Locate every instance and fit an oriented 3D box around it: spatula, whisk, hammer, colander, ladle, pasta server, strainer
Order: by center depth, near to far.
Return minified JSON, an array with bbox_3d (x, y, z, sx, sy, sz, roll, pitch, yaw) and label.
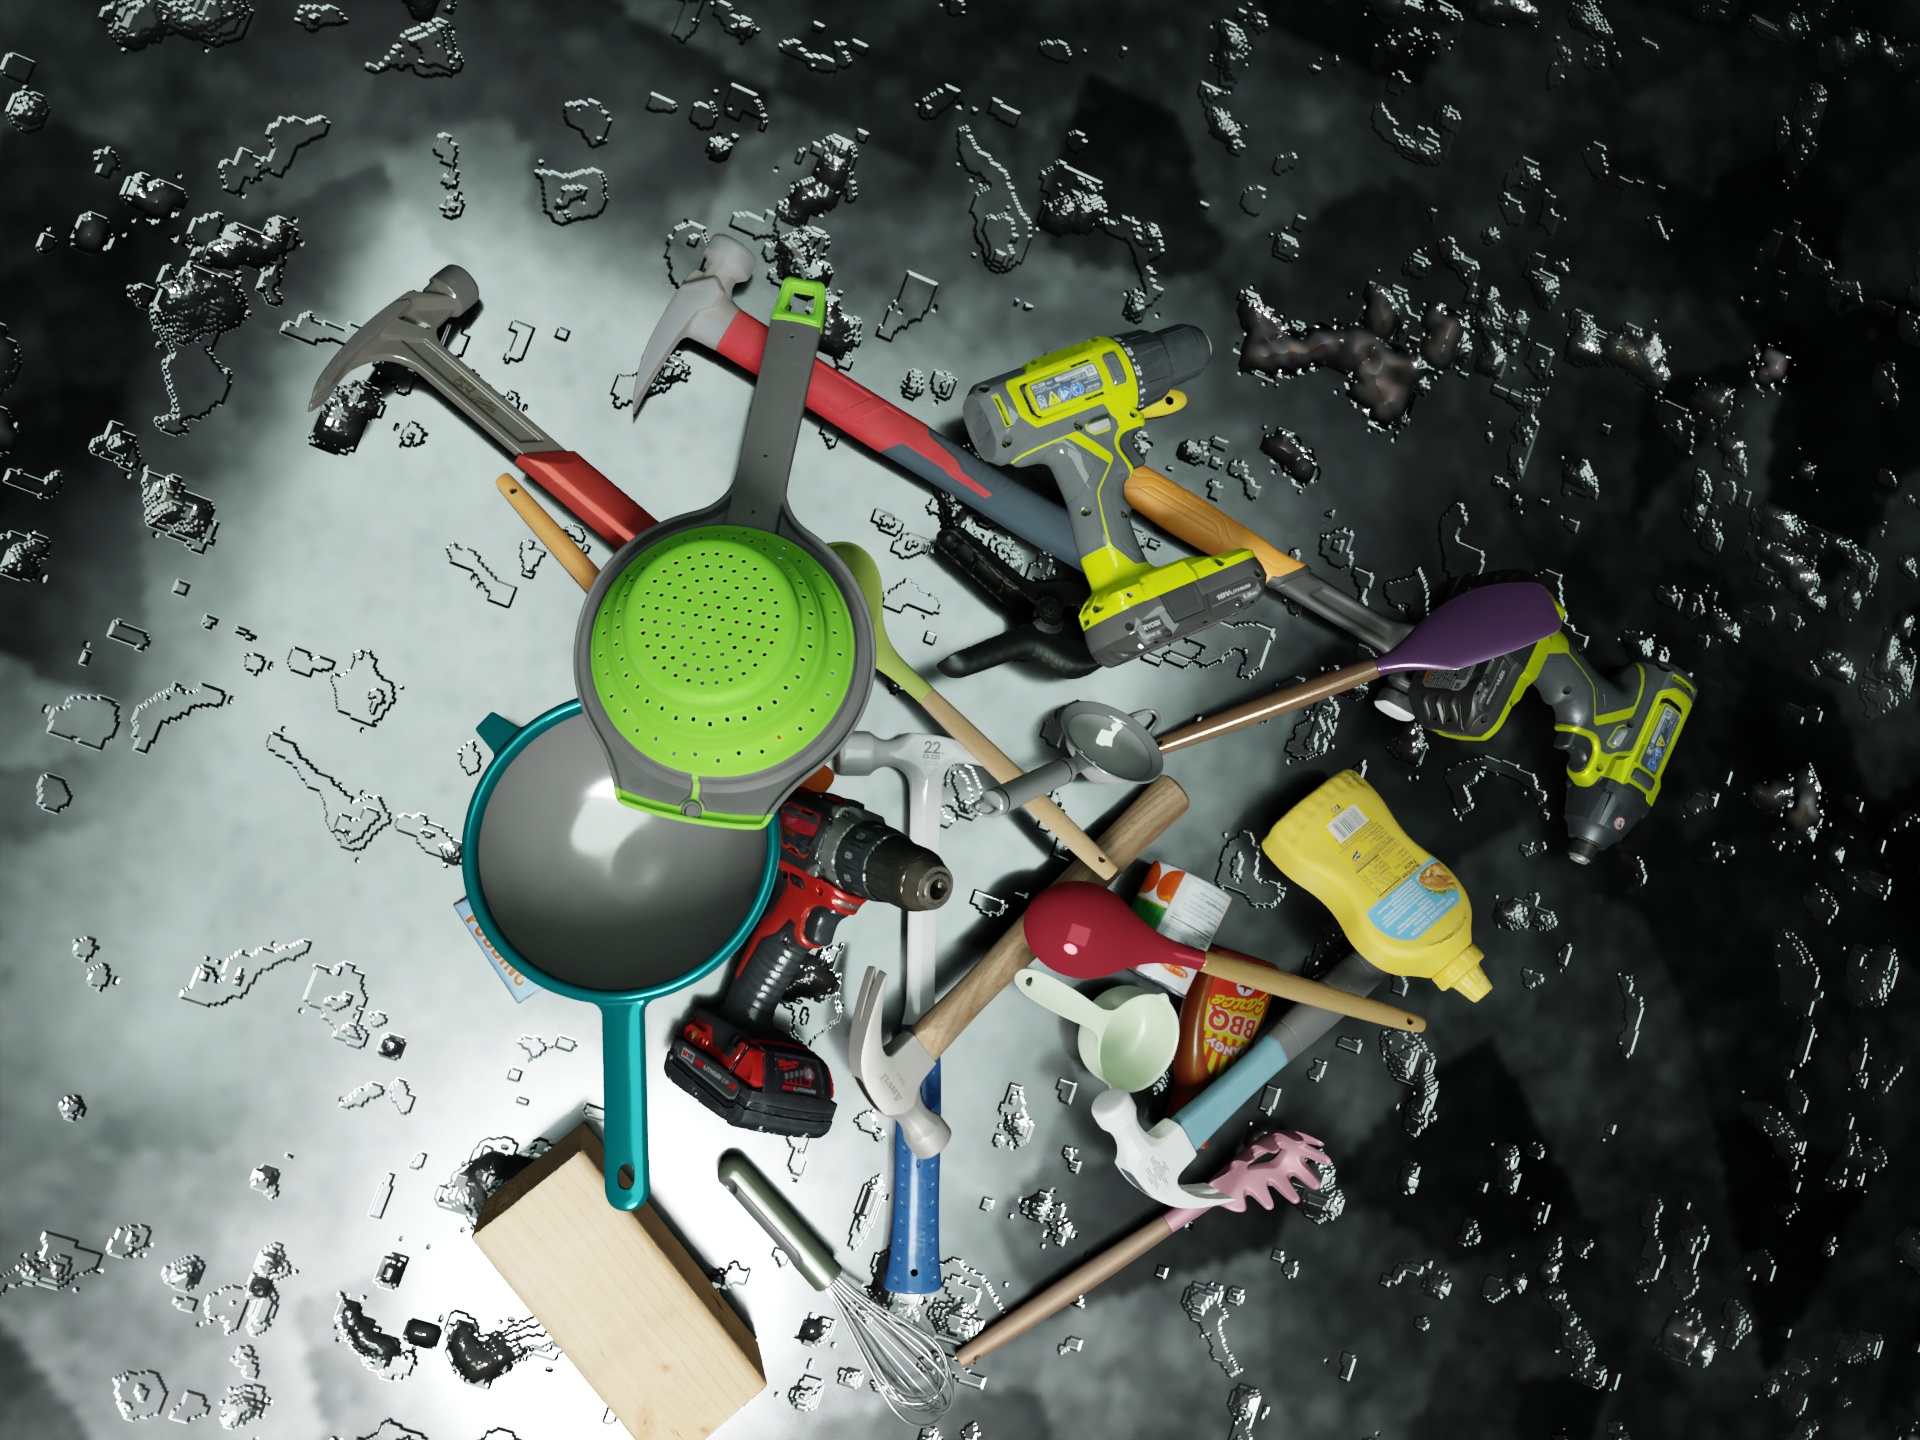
[{"bbox_3d":[-0.144,-0.132,1.056,0.204,0.094,0.397,10,76,1],"label":"colander"},{"bbox_3d":[-0.223,0.153,1.082,0.211,0.095,0.340,-3,78,-3],"label":"strainer"},{"bbox_3d":[-0.268,-0.154,1.114,0.359,0.036,0.149,41,59,-10],"label":"hammer"},{"bbox_3d":[0.074,0.035,1.129,0.087,0.258,0.050,42,119,17],"label":"strainer"},{"bbox_3d":[-0.002,-0.004,1.144,0.320,0.062,0.078,44,64,3],"label":"ladle"},{"bbox_3d":[-0.221,-0.051,1.145,0.081,0.041,0.322,-42,92,-9],"label":"spatula"},{"bbox_3d":[-0.090,0.409,1.146,0.246,0.058,0.059,49,46,-2],"label":"whisk"},{"bbox_3d":[0.197,0.182,1.150,0.315,0.031,0.069,17,76,-12],"label":"ladle"},{"bbox_3d":[0.049,0.155,1.156,0.331,0.031,0.130,-43,111,-21],"label":"hammer"},{"bbox_3d":[-0.024,0.212,1.169,0.144,0.035,0.405,2,88,-11],"label":"hammer"},{"bbox_3d":[-0.049,-0.195,1.175,0.386,0.038,0.143,31,84,-9],"label":"hammer"},{"bbox_3d":[0.285,-0.033,1.187,0.316,0.018,0.060,-21,58,12],"label":"spatula"},{"bbox_3d":[0.245,0.237,1.191,0.331,0.033,0.128,-36,111,-22],"label":"hammer"},{"bbox_3d":[0.136,0.398,1.195,0.316,0.040,0.060,-30,120,-9],"label":"pasta server"},{"bbox_3d":[0.237,-0.131,1.233,0.336,0.034,0.127,28,84,-9],"label":"hammer"}]

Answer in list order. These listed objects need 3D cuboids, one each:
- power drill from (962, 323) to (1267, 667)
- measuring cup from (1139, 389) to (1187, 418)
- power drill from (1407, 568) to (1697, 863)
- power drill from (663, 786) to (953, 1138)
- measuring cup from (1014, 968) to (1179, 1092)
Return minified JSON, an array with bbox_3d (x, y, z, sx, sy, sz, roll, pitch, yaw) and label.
[{"bbox_3d":[0.129,-0.171,1.157,0.190,0.080,0.228,-23,87,-16],"label":"power drill"},{"bbox_3d":[0.101,-0.239,1.210,0.156,0.029,0.062,-9,90,-10],"label":"measuring cup"},{"bbox_3d":[0.463,-0.003,1.239,0.223,0.080,0.171,31,82,-23],"label":"power drill"},{"bbox_3d":[-0.100,0.165,1.083,0.080,0.188,0.227,22,87,-41],"label":"power drill"},{"bbox_3d":[0.091,0.214,1.164,0.167,0.038,0.083,34,82,-31],"label":"measuring cup"}]
